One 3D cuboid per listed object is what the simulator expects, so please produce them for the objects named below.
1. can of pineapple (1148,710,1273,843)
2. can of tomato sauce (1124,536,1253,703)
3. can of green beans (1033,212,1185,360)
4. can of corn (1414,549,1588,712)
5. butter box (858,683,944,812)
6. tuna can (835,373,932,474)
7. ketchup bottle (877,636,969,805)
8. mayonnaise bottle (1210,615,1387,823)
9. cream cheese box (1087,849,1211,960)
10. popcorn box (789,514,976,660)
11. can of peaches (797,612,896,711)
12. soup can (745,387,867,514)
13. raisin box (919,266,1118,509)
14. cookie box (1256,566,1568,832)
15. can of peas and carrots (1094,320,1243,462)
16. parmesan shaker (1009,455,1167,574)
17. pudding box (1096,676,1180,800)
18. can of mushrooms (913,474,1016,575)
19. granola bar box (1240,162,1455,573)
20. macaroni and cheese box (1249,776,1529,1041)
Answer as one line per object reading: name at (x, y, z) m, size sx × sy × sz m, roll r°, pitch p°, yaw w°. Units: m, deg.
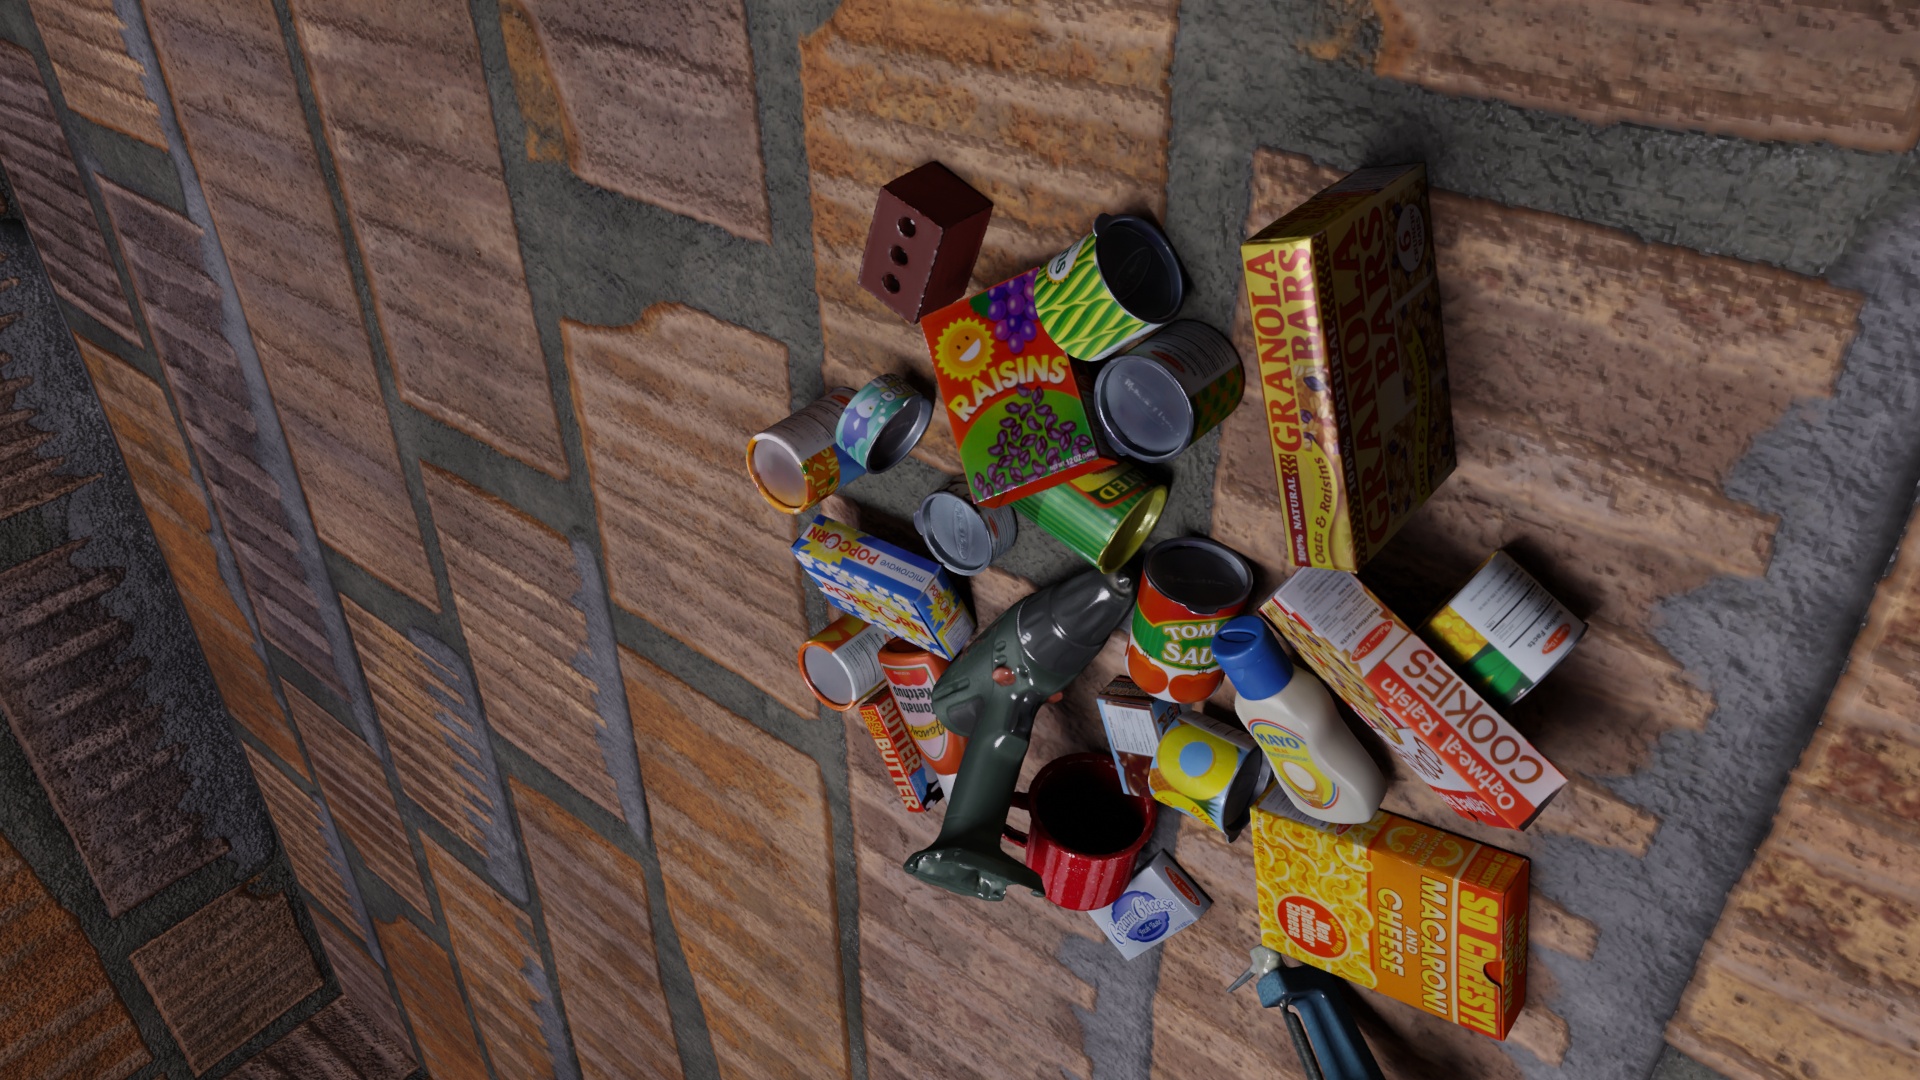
can of pineapple at (0.164, 0.154, 0.913) m, size 0.058 × 0.071 × 0.070 m, roll 22°, pitch 130°, yaw 34°
can of tomato sauce at (0.141, 0.051, 0.865) m, size 0.071 × 0.071 × 0.082 m, roll 30°, pitch 135°, yaw 27°
can of green beans at (0.084, -0.143, 0.789) m, size 0.057 × 0.071 × 0.071 m, roll -25°, pitch 98°, yaw 50°
can of corn at (0.280, 0.048, 0.728) m, size 0.058 × 0.071 × 0.070 m, roll 45°, pitch 139°, yaw 13°
butter box at (-0.040, 0.165, 1.136) m, size 0.024 × 0.053 × 0.103 m, roll -11°, pitch 108°, yaw 46°
tuna can at (-0.053, -0.083, 0.965) m, size 0.033 × 0.071 × 0.070 m, roll 40°, pitch 138°, yaw 18°
ketchup bottle at (-0.015, 0.145, 1.105) m, size 0.064 × 0.044 × 0.148 m, roll -3°, pitch 115°, yaw 39°
mayonnaise bottle at (0.200, 0.109, 0.838) m, size 0.064 × 0.041 × 0.147 m, roll 0°, pitch 134°, yaw 52°
cream cheese box at (0.142, 0.279, 1.058) m, size 0.053 × 0.024 × 0.103 m, roll 48°, pitch 140°, yaw 10°
popcorn box at (-0.058, 0.035, 1.050) m, size 0.127 × 0.038 × 0.085 m, roll 22°, pitch 157°, yaw 33°
can of peaches at (-0.092, 0.098, 1.137) m, size 0.071 × 0.058 × 0.071 m, roll 24°, pitch 131°, yaw 31°
soup can at (-0.105, -0.063, 1.017) m, size 0.071 × 0.084 × 0.071 m, roll 25°, pitch 133°, yaw 31°
raisin box at (0.035, -0.091, 0.839) m, size 0.086 × 0.040 × 0.123 m, roll -21°, pitch 79°, yaw 22°
cookie box at (0.238, 0.082, 0.759) m, size 0.167 × 0.040 × 0.123 m, roll 46°, pitch 180°, yaw 10°
can of peas and carrots at (0.119, -0.085, 0.800) m, size 0.071 × 0.059 × 0.070 m, roll 26°, pitch 133°, yaw 31°
parmesan shaker at (0.068, -0.033, 0.876) m, size 0.103 × 0.071 × 0.071 m, roll 36°, pitch 137°, yaw 21°
pudding box at (0.130, 0.139, 0.967) m, size 0.049 × 0.030 × 0.083 m, roll 2°, pitch 118°, yaw 43°
can of mushrooms at (0.004, -0.012, 0.985) m, size 0.071 × 0.033 × 0.070 m, roll 25°, pitch 133°, yaw 31°
granola bar box at (0.192, -0.085, 0.676) m, size 0.039 × 0.125 × 0.165 m, roll 7°, pitch 121°, yaw 41°
macaroni and cheese box at (0.270, 0.233, 0.886) m, size 0.166 × 0.040 × 0.123 m, roll 14°, pitch 126°, yaw 39°
